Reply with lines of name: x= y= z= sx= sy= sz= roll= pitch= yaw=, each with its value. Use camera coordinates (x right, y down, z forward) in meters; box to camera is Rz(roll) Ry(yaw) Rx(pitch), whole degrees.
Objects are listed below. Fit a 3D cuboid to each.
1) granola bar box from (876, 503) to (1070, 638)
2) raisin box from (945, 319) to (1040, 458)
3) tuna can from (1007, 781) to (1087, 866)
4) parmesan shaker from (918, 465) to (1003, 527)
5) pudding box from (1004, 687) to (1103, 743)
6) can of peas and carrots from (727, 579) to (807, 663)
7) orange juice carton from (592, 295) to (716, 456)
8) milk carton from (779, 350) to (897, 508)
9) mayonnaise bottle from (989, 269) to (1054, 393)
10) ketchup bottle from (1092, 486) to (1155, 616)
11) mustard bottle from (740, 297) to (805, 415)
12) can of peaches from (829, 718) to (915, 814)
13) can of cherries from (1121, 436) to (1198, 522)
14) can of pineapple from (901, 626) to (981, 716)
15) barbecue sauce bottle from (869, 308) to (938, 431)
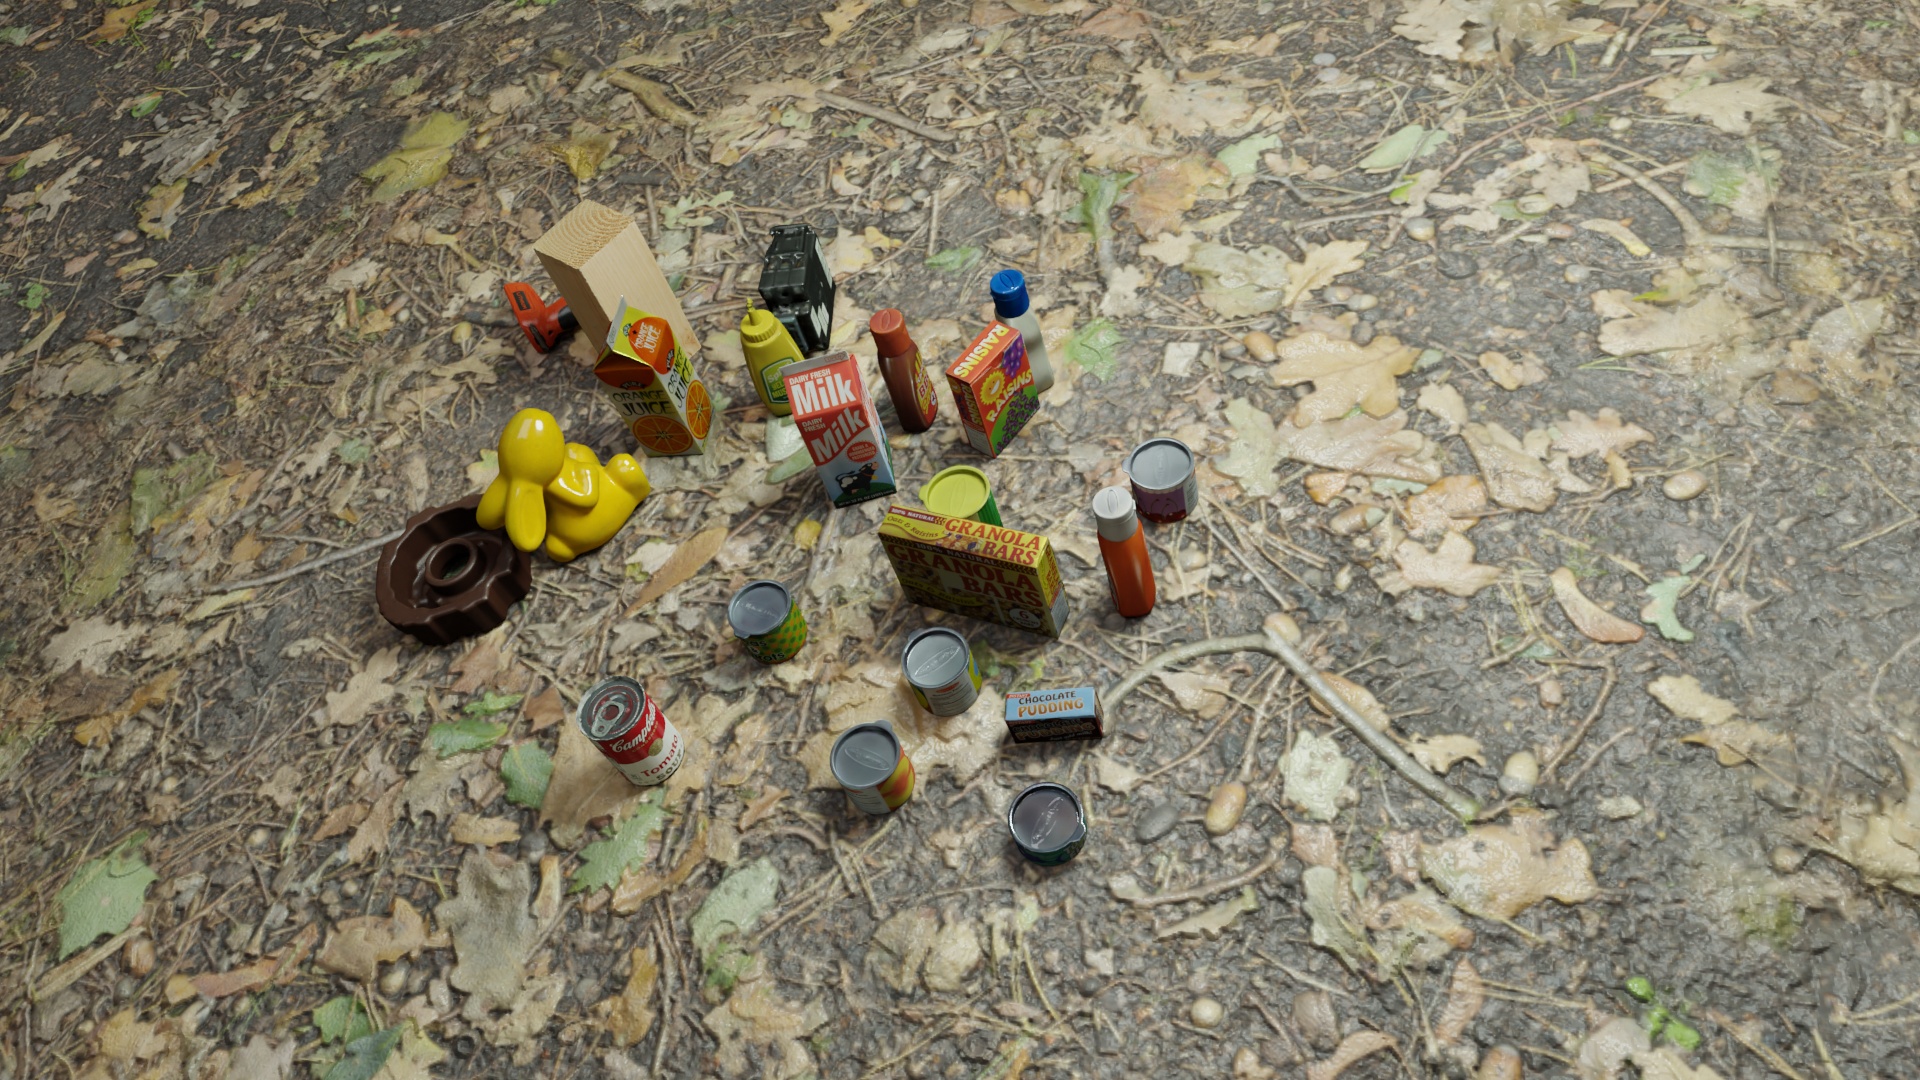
granola bar box: x=0.015 y=0.029 z=1.330 sx=0.165 sy=0.123 sz=0.039 roll=13 pitch=59 yaw=23
raisin box: x=0.036 y=-0.158 z=1.464 sx=0.040 sy=0.123 sz=0.086 roll=29 pitch=66 yaw=31
tuna can: x=0.078 y=0.248 z=1.207 sx=0.071 sy=0.032 sz=0.071 roll=-8 pitch=53 yaw=10
parmesan shaker: x=0.005 y=-0.017 z=1.380 sx=0.071 sy=0.102 sz=0.071 roll=-8 pitch=53 yaw=10
pudding box: x=0.085 y=0.159 z=1.261 sx=0.084 sy=0.049 sz=0.030 roll=-5 pitch=53 yaw=12
can of peas and carrots: x=-0.193 y=0.084 z=1.388 sx=0.071 sy=0.058 sz=0.071 roll=-8 pitch=53 yaw=10
orange juice carton: x=-0.345 y=-0.180 z=1.542 sx=0.073 sy=0.191 sz=0.072 roll=-2 pitch=54 yaw=14
milk carton: x=-0.126 y=-0.124 z=1.441 sx=0.072 sy=0.189 sz=0.074 roll=-15 pitch=52 yaw=5
mayonnaise bottle: x=0.064 y=-0.226 z=1.491 sx=0.041 sy=0.147 sz=0.065 roll=-28 pitch=52 yaw=-6
ketchup bottle: x=0.152 y=0.008 z=1.292 sx=0.043 sy=0.148 sz=0.065 roll=-9 pitch=53 yaw=9
mustard bottle: x=-0.212 y=-0.208 z=1.546 sx=0.065 sy=0.159 sz=0.049 roll=-27 pitch=52 yaw=-4
can of peaches: x=-0.078 y=0.206 z=1.265 sx=0.071 sy=0.057 sz=0.071 roll=-8 pitch=53 yaw=10
can of cherries: x=0.200 y=-0.060 z=1.387 sx=0.071 sy=0.058 sz=0.072 roll=-8 pitch=53 yaw=10
can of pineapple: x=-0.018 y=0.123 z=1.311 sx=0.071 sy=0.057 sz=0.071 roll=-8 pitch=53 yaw=10
barbecue sauce bottle: x=-0.062 y=-0.185 z=1.495 sx=0.043 sy=0.148 sz=0.065 roll=-2 pitch=54 yaw=14
